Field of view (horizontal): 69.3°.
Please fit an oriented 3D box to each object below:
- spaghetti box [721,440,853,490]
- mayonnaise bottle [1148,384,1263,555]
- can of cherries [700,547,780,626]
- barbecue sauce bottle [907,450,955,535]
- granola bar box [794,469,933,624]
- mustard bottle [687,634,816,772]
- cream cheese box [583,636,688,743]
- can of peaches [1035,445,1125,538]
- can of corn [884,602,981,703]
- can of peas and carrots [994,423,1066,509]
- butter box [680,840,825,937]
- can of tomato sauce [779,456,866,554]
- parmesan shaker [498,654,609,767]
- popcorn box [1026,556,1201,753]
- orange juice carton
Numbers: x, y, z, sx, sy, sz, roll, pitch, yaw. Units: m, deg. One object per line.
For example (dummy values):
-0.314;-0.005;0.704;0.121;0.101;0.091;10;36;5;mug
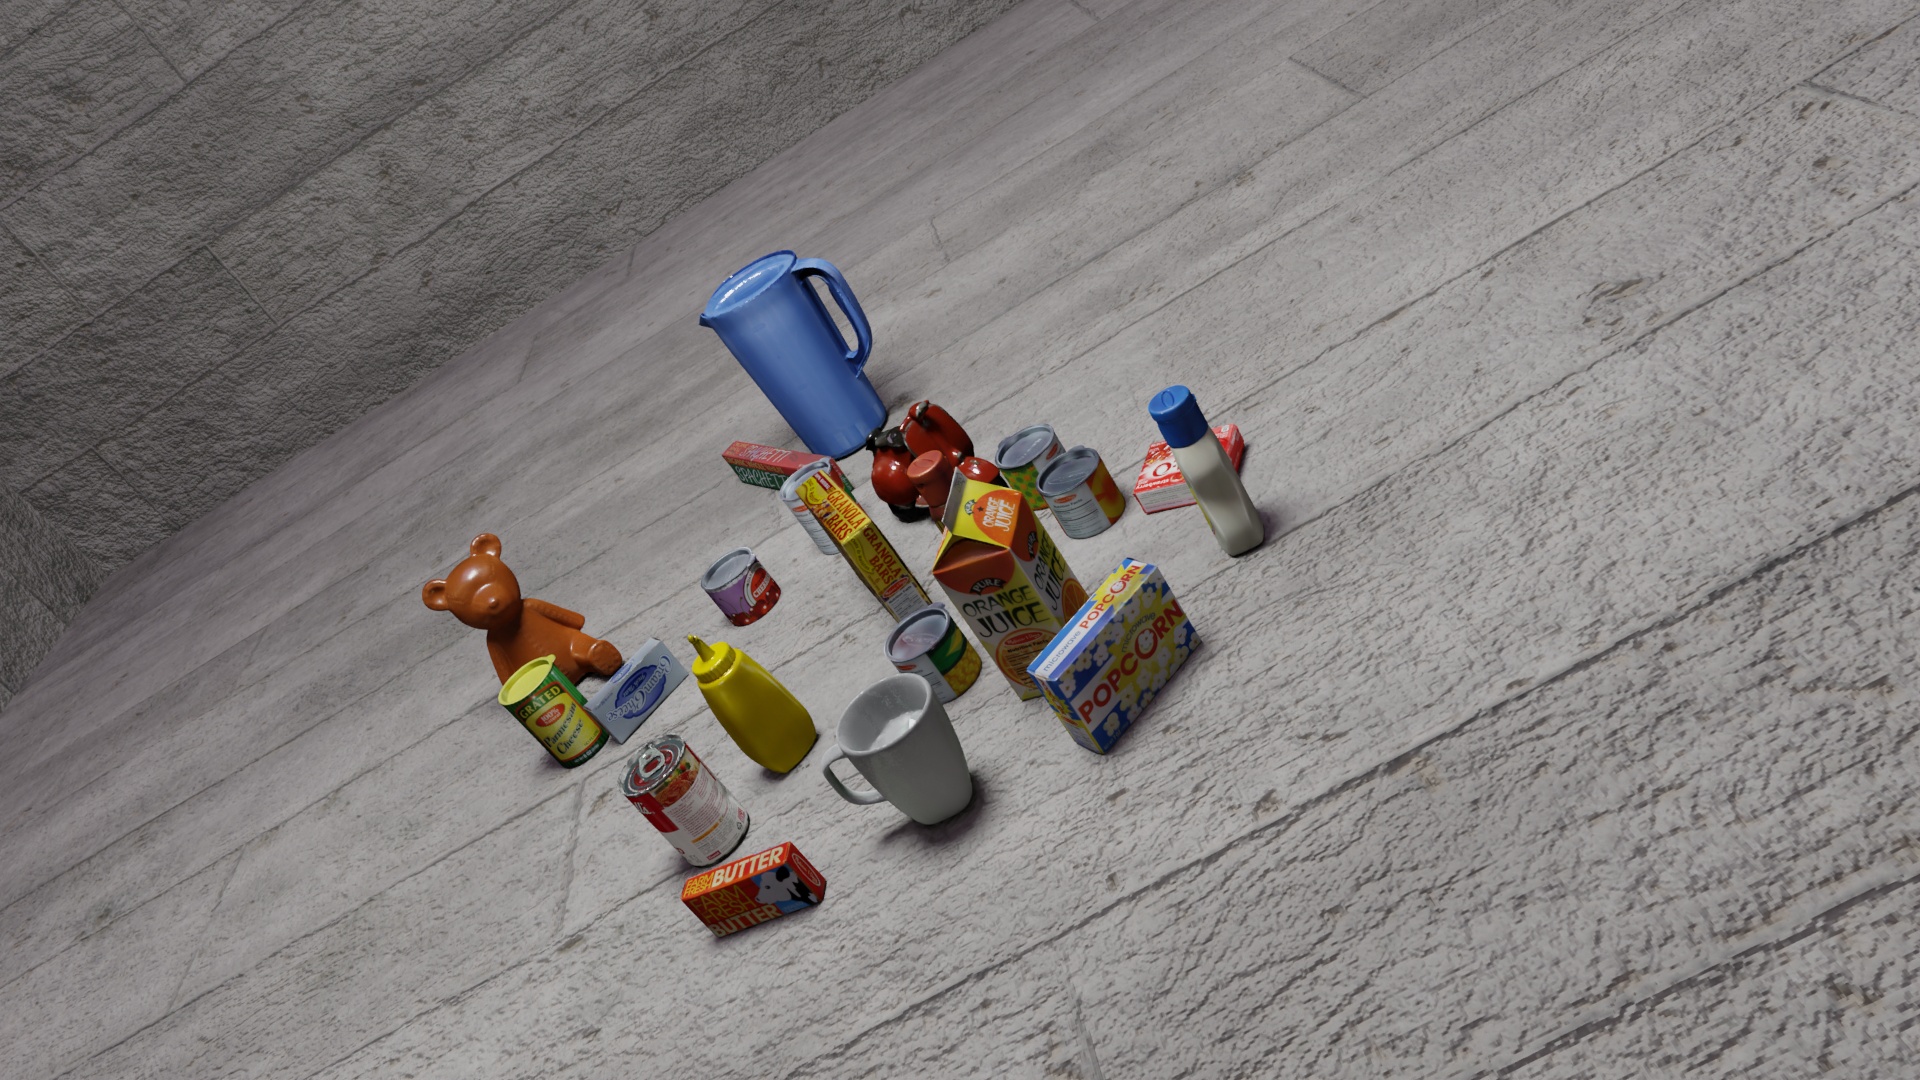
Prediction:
-0.216;-0.086;1.698;0.029;0.050;0.250;-47;31;-21;spaghetti box
0.200;-0.059;1.132;0.041;0.147;0.065;-27;29;13;mayonnaise bottle
-0.236;0.050;1.504;0.071;0.058;0.072;-25;30;16;can of cherries
0.005;-0.016;1.265;0.044;0.148;0.065;-47;31;-22;barbecue sauce bottle
-0.093;0.009;1.352;0.039;0.124;0.166;-38;29;-6;granola bar box
-0.192;0.135;1.225;0.049;0.159;0.065;6;48;50;mustard bottle
-0.338;0.156;1.453;0.024;0.053;0.104;7;49;51;cream cheese box
0.113;-0.045;1.293;0.071;0.058;0.071;-25;30;16;can of peaches
-0.022;0.099;1.212;0.071;0.058;0.071;-25;30;16;can of corn
0.075;-0.072;1.372;0.071;0.058;0.071;-25;30;16;can of peas and carrots
-0.164;0.276;1.095;0.103;0.053;0.024;-23;30;19;butter box
-0.147;-0.037;1.519;0.071;0.083;0.071;-25;30;16;can of tomato sauce
-0.420;0.179;1.451;0.071;0.102;0.072;-25;30;16;parmesan shaker
0.118;0.087;1.059;0.127;0.085;0.038;-46;31;-21;popcorn box
0.039;0.032;1.111;0.073;0.192;0.072;-19;32;26;orange juice carton
